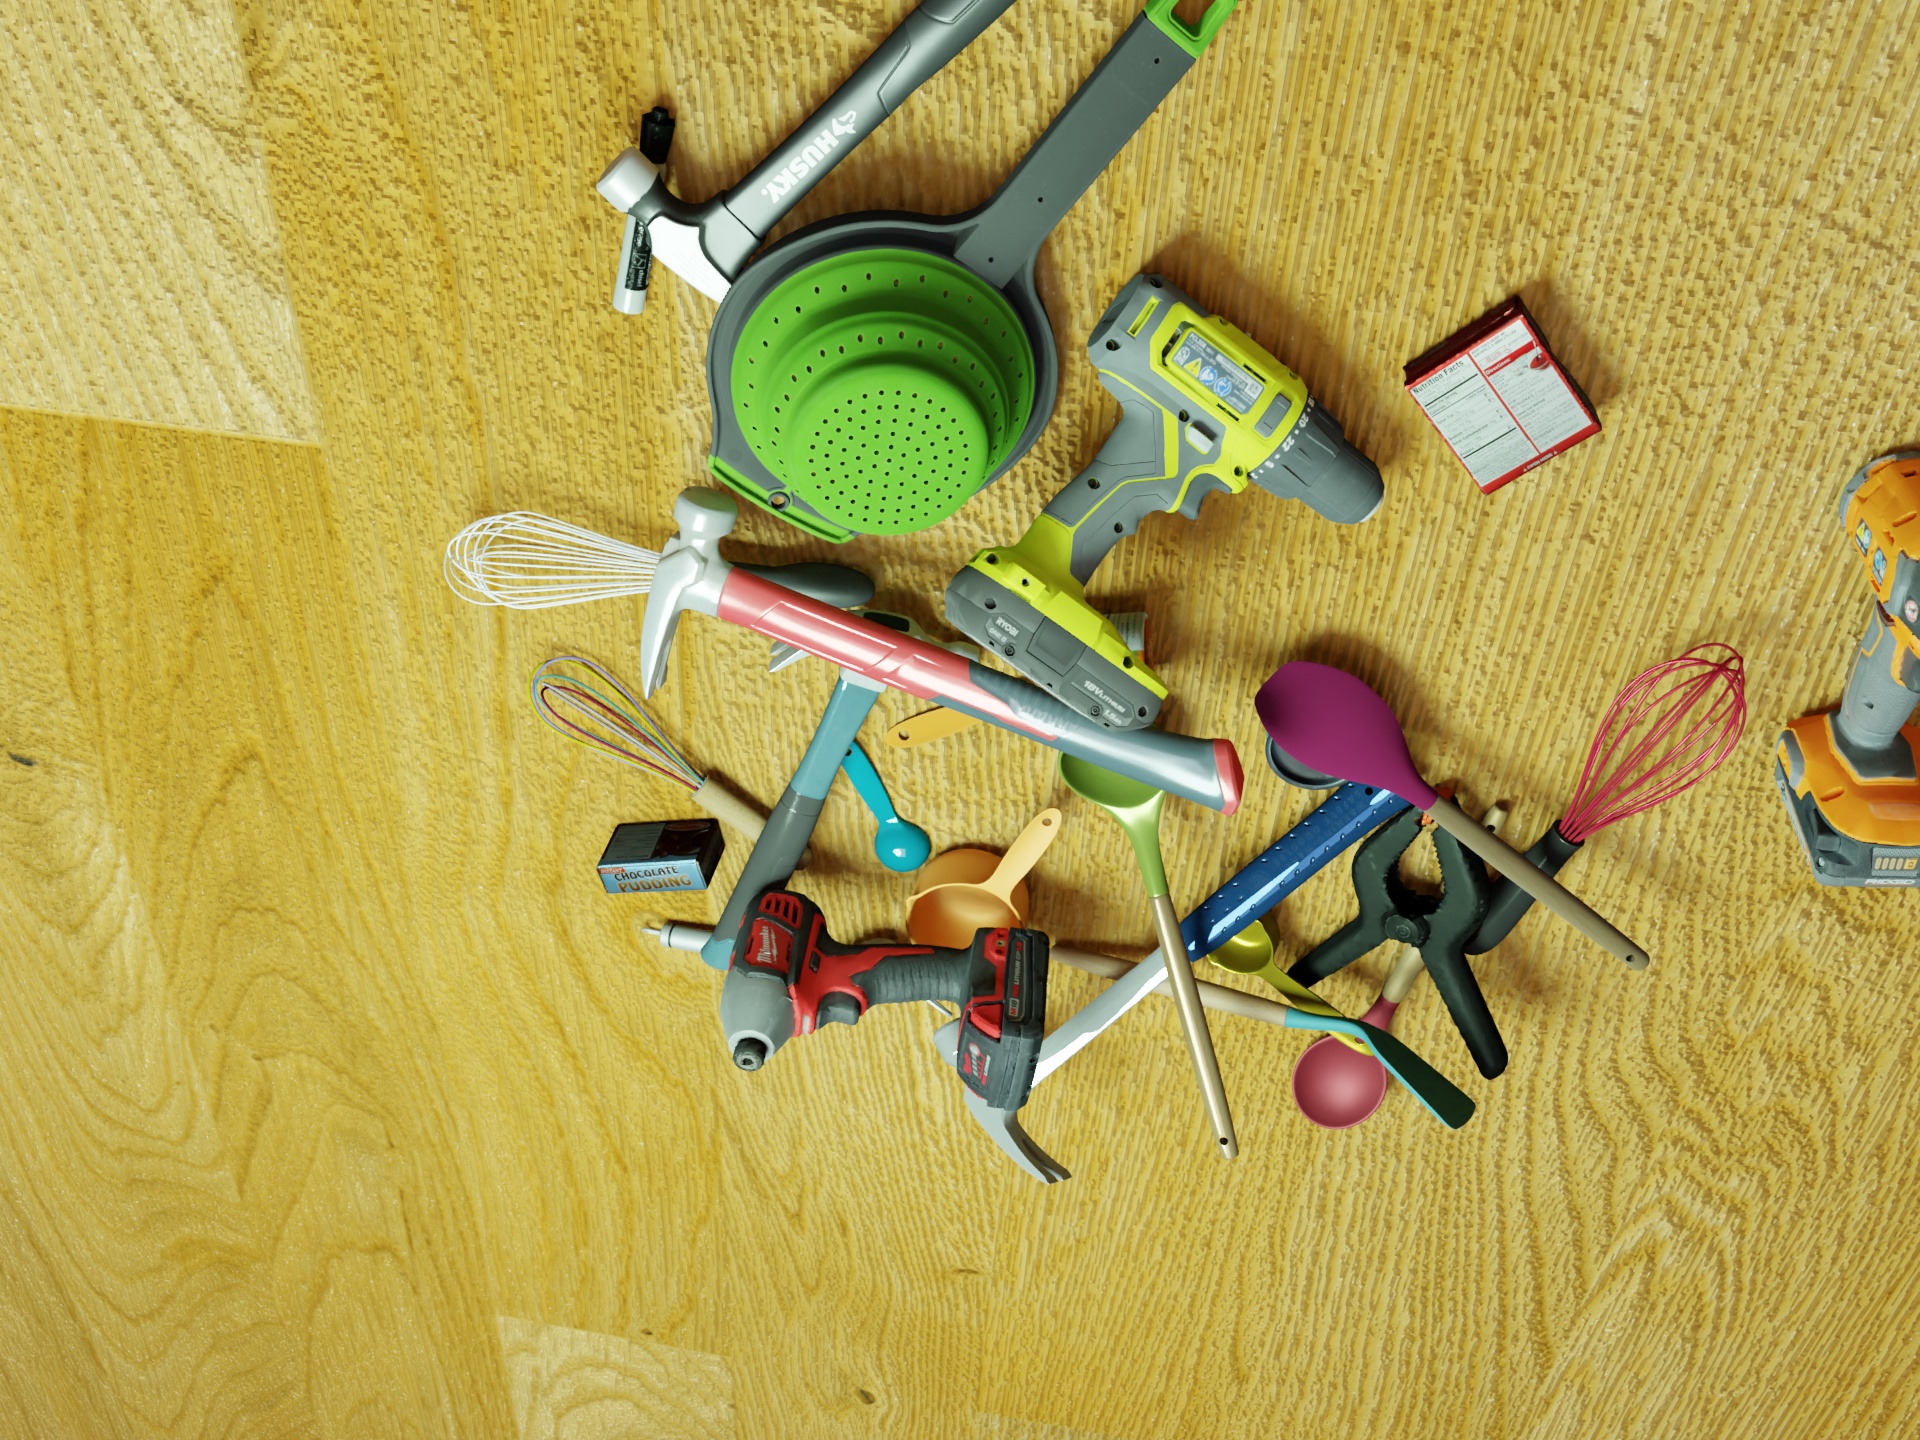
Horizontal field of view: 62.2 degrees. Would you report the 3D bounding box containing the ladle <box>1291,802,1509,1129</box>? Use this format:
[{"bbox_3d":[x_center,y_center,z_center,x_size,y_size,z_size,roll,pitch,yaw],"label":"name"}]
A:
[{"bbox_3d":[0.320,0.181,1.148,0.069,0.031,0.315,25,125,10],"label":"ladle"}]

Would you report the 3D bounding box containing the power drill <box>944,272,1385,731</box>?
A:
[{"bbox_3d":[0.116,-0.110,0.904,0.190,0.080,0.228,34,91,-13],"label":"power drill"}]

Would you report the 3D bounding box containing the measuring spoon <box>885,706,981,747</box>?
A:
[{"bbox_3d":[-0.002,-0.003,1.094,0.117,0.011,0.021,-19,105,26],"label":"measuring spoon"}]

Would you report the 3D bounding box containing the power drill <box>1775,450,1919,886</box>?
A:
[{"bbox_3d":[0.527,-0.013,0.886,0.084,0.164,0.226,0,127,11],"label":"power drill"}]

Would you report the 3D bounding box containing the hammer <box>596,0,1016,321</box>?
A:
[{"bbox_3d":[-0.031,-0.338,0.839,0.334,0.035,0.146,-34,121,27],"label":"hammer"}]

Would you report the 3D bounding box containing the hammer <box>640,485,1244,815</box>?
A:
[{"bbox_3d":[-0.012,-0.012,0.990,0.386,0.038,0.143,22,118,3],"label":"hammer"}]

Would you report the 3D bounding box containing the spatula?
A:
[{"bbox_3d":[0.206,0.215,1.131,0.318,0.082,0.044,12,96,27],"label":"spatula"}]

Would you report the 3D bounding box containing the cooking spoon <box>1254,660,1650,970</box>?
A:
[{"bbox_3d":[0.321,0.067,1.020,0.318,0.017,0.068,36,118,-8],"label":"cooking spoon"}]

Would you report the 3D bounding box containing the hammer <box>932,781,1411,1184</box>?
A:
[{"bbox_3d":[0.152,0.171,1.120,0.405,0.035,0.144,-44,64,22],"label":"hammer"}]

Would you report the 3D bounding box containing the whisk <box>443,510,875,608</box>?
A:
[{"bbox_3d":[-0.197,-0.098,1.041,0.284,0.070,0.070,4,126,2],"label":"whisk"}]

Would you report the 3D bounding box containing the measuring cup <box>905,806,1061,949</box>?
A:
[{"bbox_3d":[0.027,0.107,1.140,0.095,0.052,0.173,29,123,-9],"label":"measuring cup"}]

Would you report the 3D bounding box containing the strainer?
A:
[{"bbox_3d":[-0.127,0.182,1.230,0.258,0.050,0.086,8,170,12],"label":"strainer"}]

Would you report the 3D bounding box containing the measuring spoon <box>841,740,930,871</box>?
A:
[{"bbox_3d":[-0.062,0.063,1.143,0.042,0.021,0.128,-16,121,21],"label":"measuring spoon"}]

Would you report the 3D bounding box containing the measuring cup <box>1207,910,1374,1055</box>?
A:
[{"bbox_3d":[0.240,0.183,1.143,0.156,0.029,0.062,39,133,0],"label":"measuring cup"}]

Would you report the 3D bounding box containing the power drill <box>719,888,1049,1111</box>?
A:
[{"bbox_3d":[-0.054,0.193,1.094,0.219,0.143,0.078,9,127,0],"label":"power drill"}]

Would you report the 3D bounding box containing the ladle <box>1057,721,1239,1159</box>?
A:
[{"bbox_3d":[0.137,0.145,1.065,0.078,0.062,0.320,-15,93,22],"label":"ladle"}]

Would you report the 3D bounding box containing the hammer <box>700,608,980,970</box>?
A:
[{"bbox_3d":[-0.110,0.059,1.118,0.128,0.033,0.330,19,123,-15],"label":"hammer"}]

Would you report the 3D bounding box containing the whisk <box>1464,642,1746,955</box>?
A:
[{"bbox_3d":[0.405,0.061,1.029,0.073,0.073,0.295,22,131,-5],"label":"whisk"}]

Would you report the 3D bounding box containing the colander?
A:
[{"bbox_3d":[0.008,-0.222,0.857,0.204,0.095,0.397,28,125,-28],"label":"colander"}]

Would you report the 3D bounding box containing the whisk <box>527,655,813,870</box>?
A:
[{"bbox_3d":[-0.208,0.038,1.144,0.244,0.047,0.051,38,122,-19],"label":"whisk"}]
